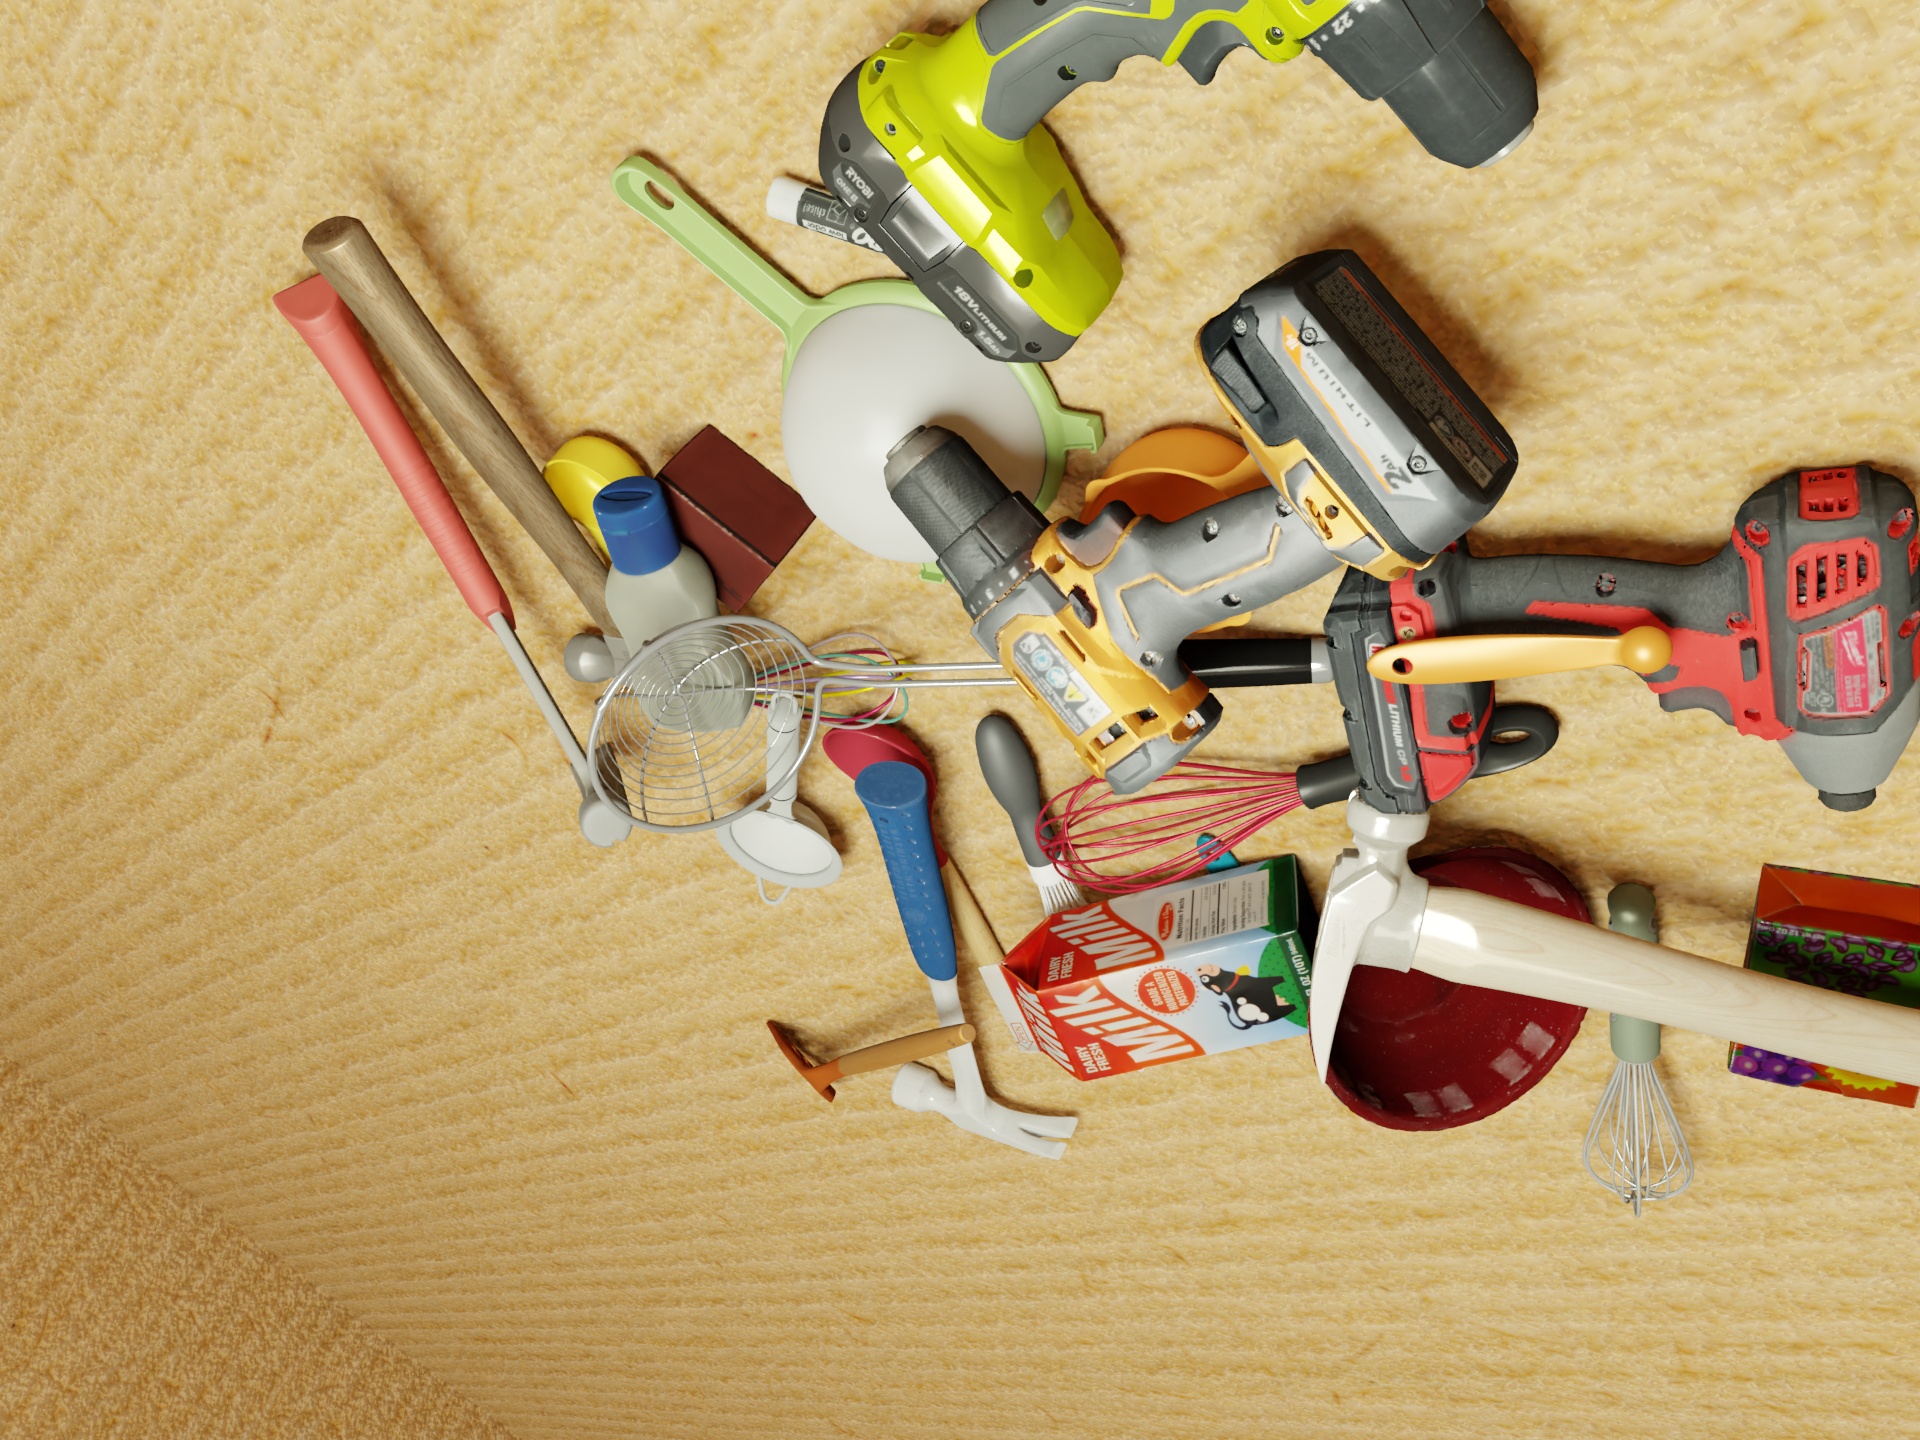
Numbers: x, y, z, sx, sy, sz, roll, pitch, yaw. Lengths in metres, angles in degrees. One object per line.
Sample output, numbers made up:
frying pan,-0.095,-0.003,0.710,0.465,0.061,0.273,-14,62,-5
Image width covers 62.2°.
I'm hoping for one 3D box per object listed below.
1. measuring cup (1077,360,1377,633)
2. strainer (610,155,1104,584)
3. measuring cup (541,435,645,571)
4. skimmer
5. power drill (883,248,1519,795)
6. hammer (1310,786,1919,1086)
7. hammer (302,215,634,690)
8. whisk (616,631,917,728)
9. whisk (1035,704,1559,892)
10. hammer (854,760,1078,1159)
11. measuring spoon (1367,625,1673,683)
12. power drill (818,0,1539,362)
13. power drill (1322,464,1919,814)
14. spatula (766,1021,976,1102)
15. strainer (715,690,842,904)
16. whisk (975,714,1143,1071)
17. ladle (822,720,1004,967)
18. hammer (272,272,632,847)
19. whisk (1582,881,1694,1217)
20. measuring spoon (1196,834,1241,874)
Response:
measuring cup,0.125,-0.110,0.697,0.095,0.052,0.173,40,132,-9
strainer,-0.069,-0.160,0.744,0.256,0.069,0.151,39,140,-13
measuring cup,-0.193,-0.104,0.921,0.062,0.029,0.156,16,150,19
skimmer,-0.001,-0.003,0.785,0.363,0.090,0.127,-2,131,12
power drill,0.081,-0.091,0.646,0.185,0.084,0.226,49,132,-1
hammer,0.367,0.141,0.718,0.410,0.038,0.146,12,109,11
hammer,-0.235,-0.126,0.857,0.130,0.031,0.331,8,145,32
whisk,-0.120,-0.018,0.950,0.245,0.047,0.051,-3,138,40
whisk,0.162,0.039,0.826,0.296,0.073,0.073,-17,122,34
hammer,-0.007,0.171,1.047,0.144,0.035,0.405,16,143,23
measuring spoon,0.221,-0.024,0.636,0.117,0.011,0.021,-3,119,25
power drill,0.073,-0.232,0.579,0.190,0.080,0.228,44,135,-15
power drill,0.276,-0.023,0.666,0.220,0.079,0.143,-4,120,30
spatula,-0.066,0.235,1.131,0.081,0.041,0.322,48,147,-7
strainer,-0.107,0.044,0.973,0.087,0.050,0.258,18,152,2
whisk,0.062,0.112,0.963,0.070,0.070,0.284,-2,127,32
ladle,-0.004,0.109,1.020,0.069,0.031,0.315,3,135,34
hammer,-0.293,-0.093,0.948,0.358,0.036,0.149,65,171,-24
whisk,0.363,0.181,0.858,0.059,0.058,0.246,2,128,27
measuring spoon,0.167,0.117,0.926,0.042,0.021,0.128,-11,126,38
